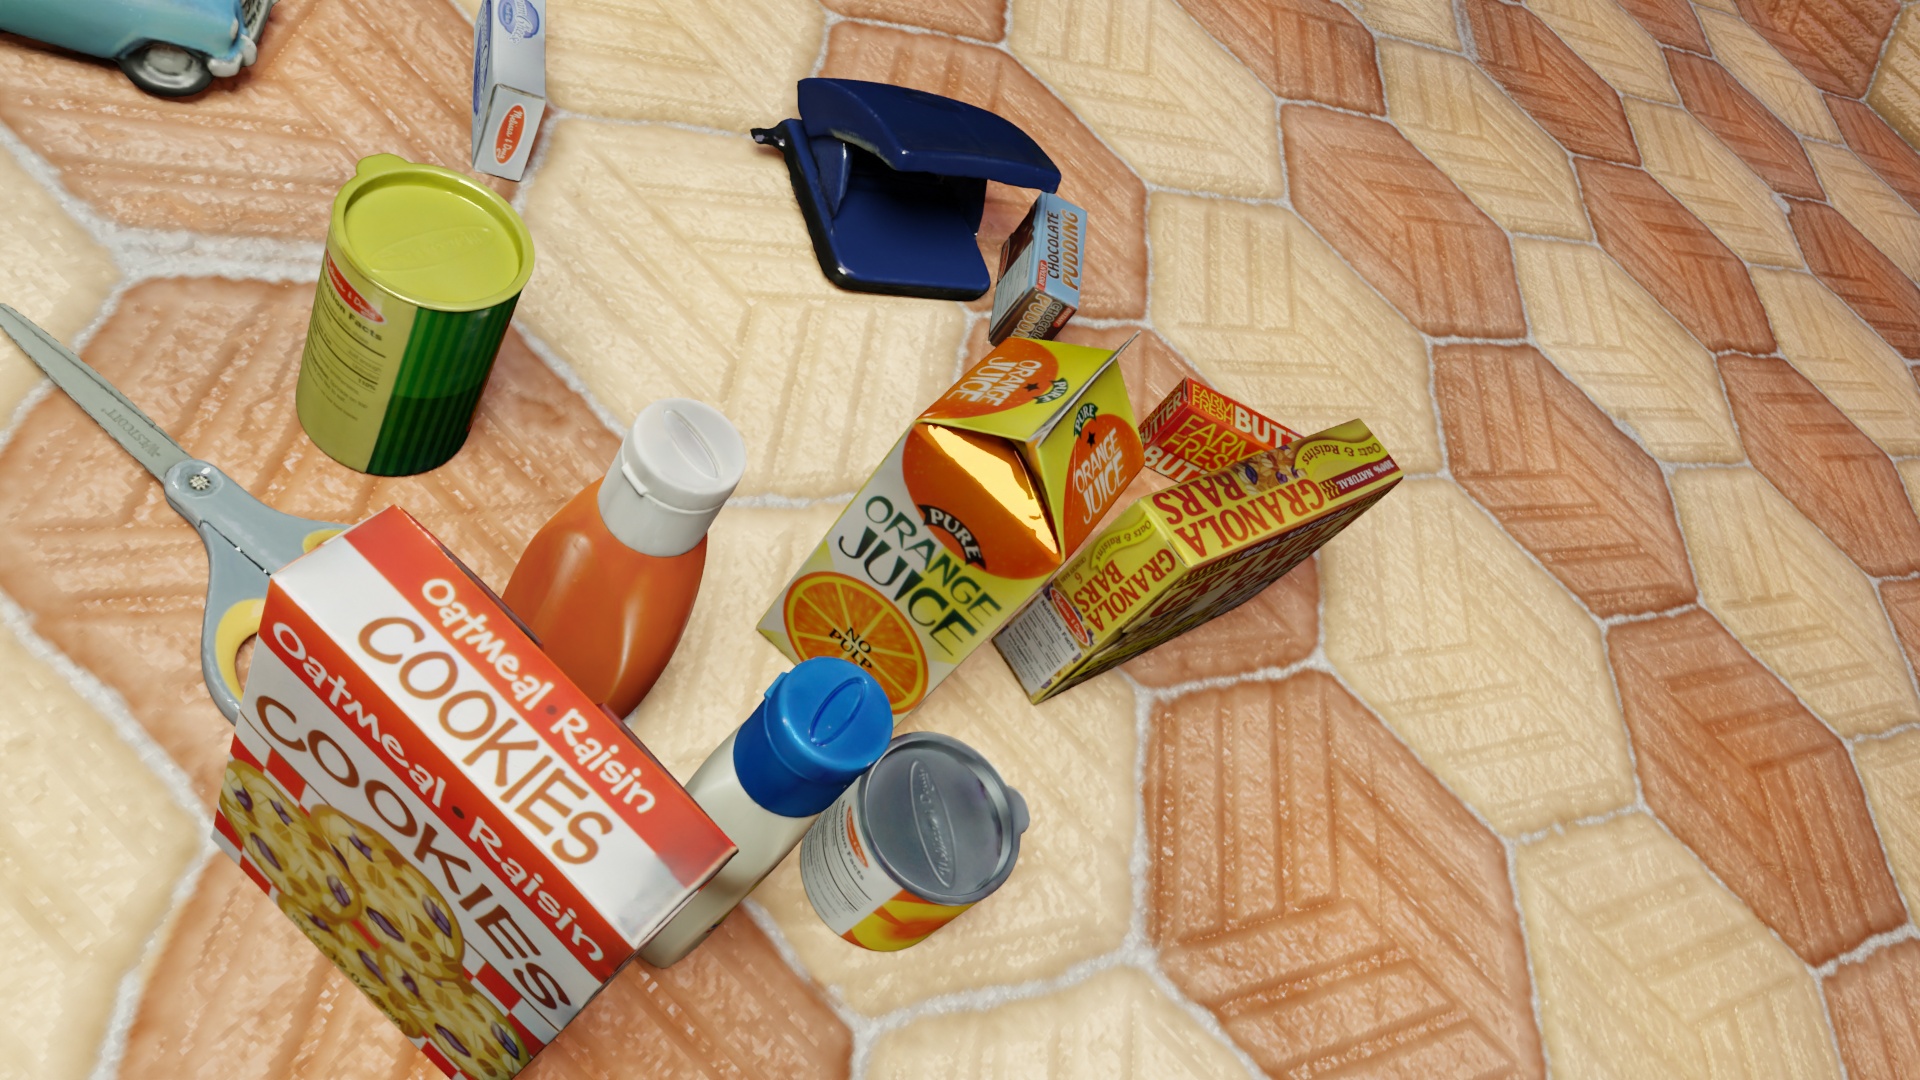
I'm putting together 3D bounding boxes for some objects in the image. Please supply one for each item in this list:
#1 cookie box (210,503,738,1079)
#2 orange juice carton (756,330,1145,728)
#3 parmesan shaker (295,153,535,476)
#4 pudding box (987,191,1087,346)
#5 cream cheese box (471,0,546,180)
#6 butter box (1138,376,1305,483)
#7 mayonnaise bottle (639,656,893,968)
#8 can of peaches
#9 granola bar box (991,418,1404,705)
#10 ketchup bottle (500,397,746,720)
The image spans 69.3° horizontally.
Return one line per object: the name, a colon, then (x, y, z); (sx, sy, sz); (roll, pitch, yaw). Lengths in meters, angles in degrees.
cookie box: (-0.144, 0.083, 0.387); (0.123, 0.166, 0.040); (44, 46, 2)
orange juice carton: (0.002, -0.007, 0.529); (0.073, 0.191, 0.072); (43, 46, 1)
parmesan shaker: (-0.204, -0.080, 0.512); (0.071, 0.102, 0.071); (17, 51, -22)
pudding box: (0.043, -0.145, 0.756); (0.030, 0.049, 0.084); (23, 49, -18)
cream cheese box: (-0.211, -0.224, 0.647); (0.024, 0.053, 0.104); (8, 54, -28)
butter box: (0.149, -0.045, 0.750); (0.103, 0.053, 0.024); (25, 48, -16)
mayonnaise bottle: (-0.069, 0.087, 0.446); (0.041, 0.147, 0.065); (40, 46, -2)
can of peaches: (-0.018, 0.114, 0.522); (0.071, 0.057, 0.071); (17, 50, -22)
granola bar box: (0.110, 0.009, 0.636); (0.166, 0.123, 0.039); (-19, 70, -41)
ketchup bottle: (-0.116, 0.009, 0.472); (0.044, 0.148, 0.065); (-29, 77, -43)
